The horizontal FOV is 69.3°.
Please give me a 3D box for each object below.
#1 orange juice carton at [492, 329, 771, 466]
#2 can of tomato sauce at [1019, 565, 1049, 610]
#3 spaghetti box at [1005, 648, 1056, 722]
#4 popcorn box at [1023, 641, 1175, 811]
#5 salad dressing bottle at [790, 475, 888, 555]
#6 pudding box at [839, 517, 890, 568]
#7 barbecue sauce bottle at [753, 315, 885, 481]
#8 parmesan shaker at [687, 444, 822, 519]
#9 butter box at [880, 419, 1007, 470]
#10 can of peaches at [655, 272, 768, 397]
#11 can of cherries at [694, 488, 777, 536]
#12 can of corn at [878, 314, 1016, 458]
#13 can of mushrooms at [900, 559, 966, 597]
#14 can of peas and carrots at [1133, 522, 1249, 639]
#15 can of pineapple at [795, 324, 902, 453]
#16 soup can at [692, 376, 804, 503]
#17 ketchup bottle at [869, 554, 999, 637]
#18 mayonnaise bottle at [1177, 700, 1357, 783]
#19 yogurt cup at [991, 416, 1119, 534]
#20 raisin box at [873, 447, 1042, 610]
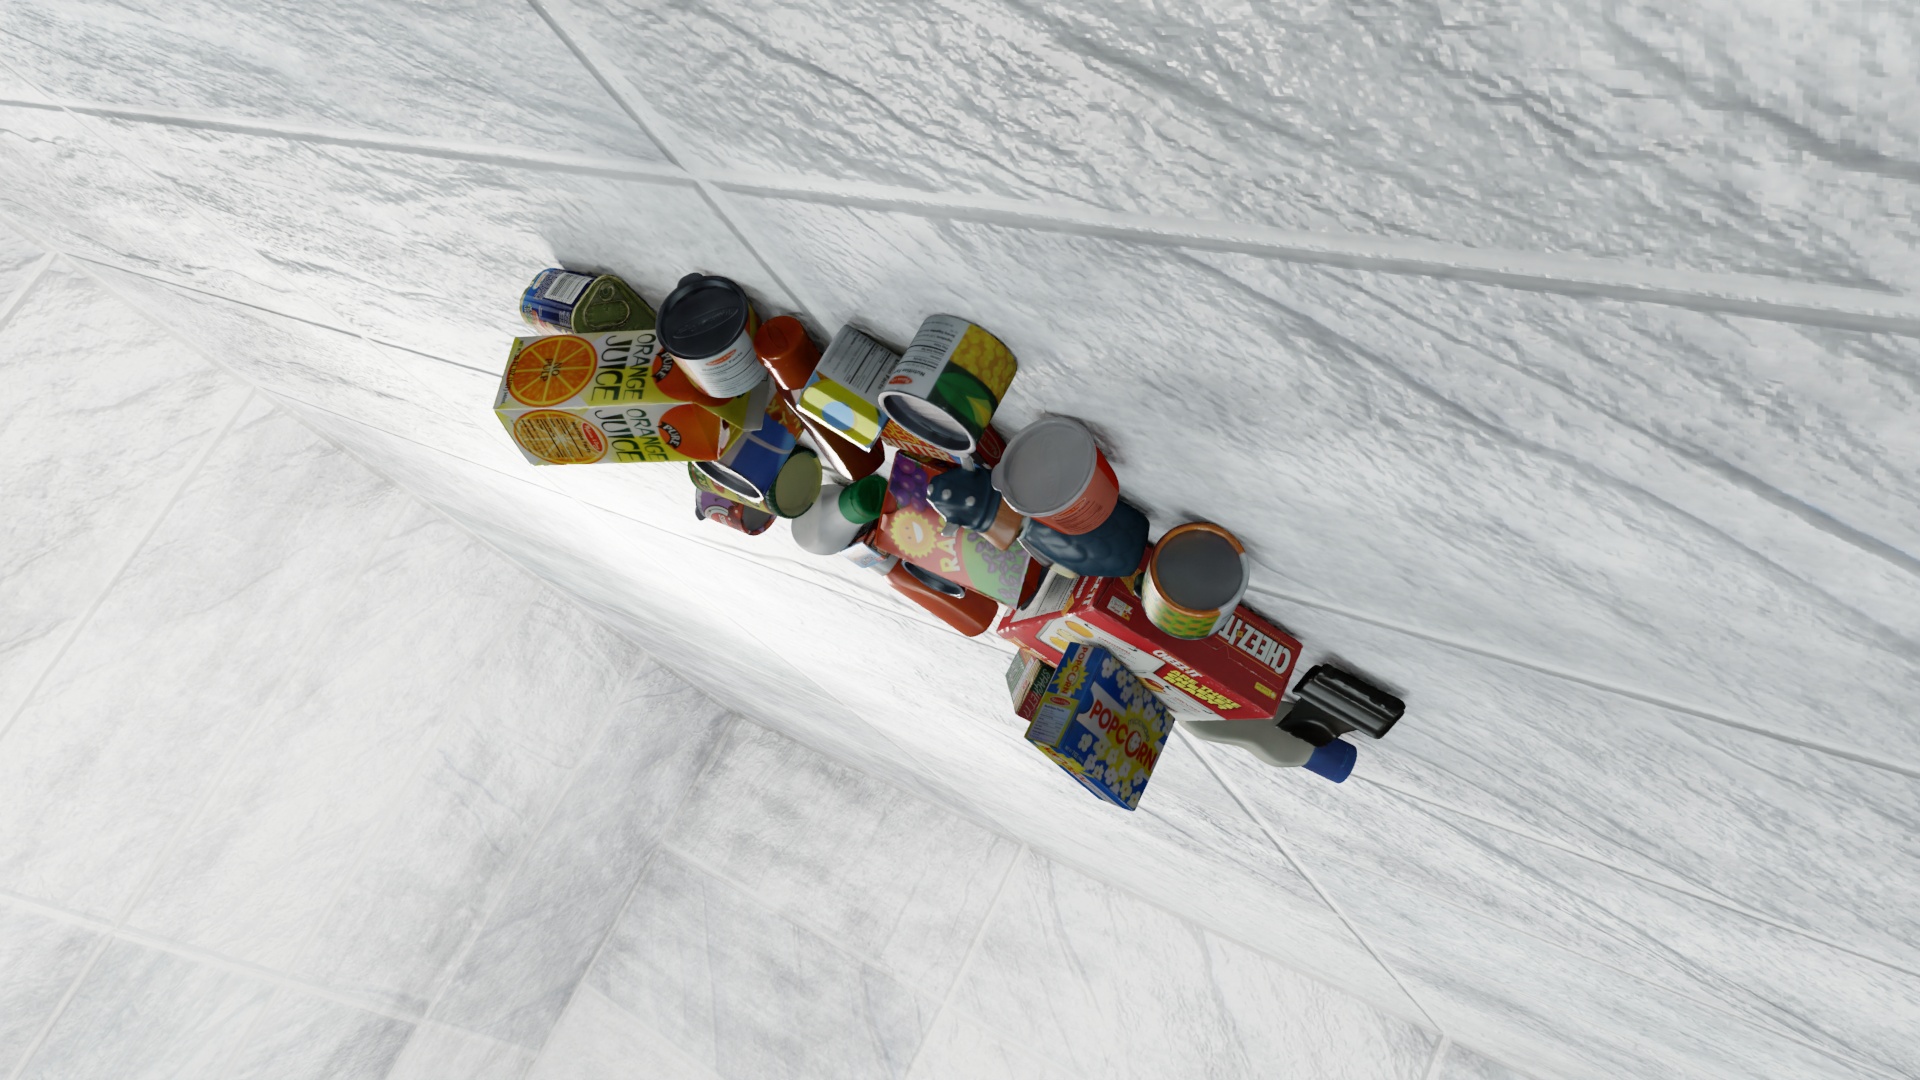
[{"bbox_3d":[-0.235,-0.106,1.031,0.193,0.072,0.072,-2,146,8],"label":"orange juice carton"},{"bbox_3d":[0.026,0.007,1.090,0.083,0.071,0.071,25,164,14],"label":"can of tomato sauce"},{"bbox_3d":[0.069,0.128,1.307,0.029,0.050,0.250,28,-178,-1],"label":"spaghetti box"},{"bbox_3d":[0.110,0.145,1.075,0.038,0.085,0.126,12,157,43],"label":"popcorn box"},{"bbox_3d":[-0.106,-0.025,1.237,0.044,0.064,0.147,11,165,-25],"label":"salad dressing bottle"},{"bbox_3d":[-0.077,-0.005,1.263,0.030,0.050,0.083,34,164,-13],"label":"pudding box"},{"bbox_3d":[-0.102,-0.103,0.991,0.065,0.044,0.148,55,179,33],"label":"barbecue sauce bottle"},{"bbox_3d":[-0.182,-0.065,1.228,0.103,0.071,0.071,18,161,32],"label":"parmesan shaker"},{"bbox_3d":[-0.021,-0.080,0.973,0.103,0.024,0.053,16,160,37],"label":"butter box"},{"bbox_3d":[-0.169,-0.142,0.961,0.071,0.071,0.058,23,164,20],"label":"can of peaches"},{"bbox_3d":[-0.215,-0.041,1.345,0.058,0.071,0.071,21,162,25],"label":"can of cherries"},{"bbox_3d":[-0.005,-0.093,0.839,0.071,0.058,0.071,26,164,8],"label":"can of corn"},{"bbox_3d":[-0.019,0.022,1.279,0.071,0.033,0.071,26,164,8],"label":"can of mushrooms"},{"bbox_3d":[0.153,0.027,0.927,0.071,0.071,0.058,26,163,10],"label":"can of peas and carrots"},{"bbox_3d":[-0.068,-0.099,0.912,0.058,0.071,0.071,31,164,-5],"label":"can of pineapple"},{"bbox_3d":[-0.163,-0.082,1.099,0.071,0.084,0.071,27,164,8],"label":"soup can"},{"bbox_3d":[-0.037,0.039,1.343,0.149,0.043,0.064,34,163,-17],"label":"ketchup bottle"},{"bbox_3d":[0.263,0.160,1.181,0.148,0.065,0.041,25,167,-2],"label":"mayonnaise bottle"},{"bbox_3d":[0.066,-0.038,0.885,0.072,0.072,0.054,17,168,36],"label":"yogurt cup"},{"bbox_3d":[0.004,-0.013,1.030,0.123,0.040,0.085,24,121,17],"label":"raisin box"}]
